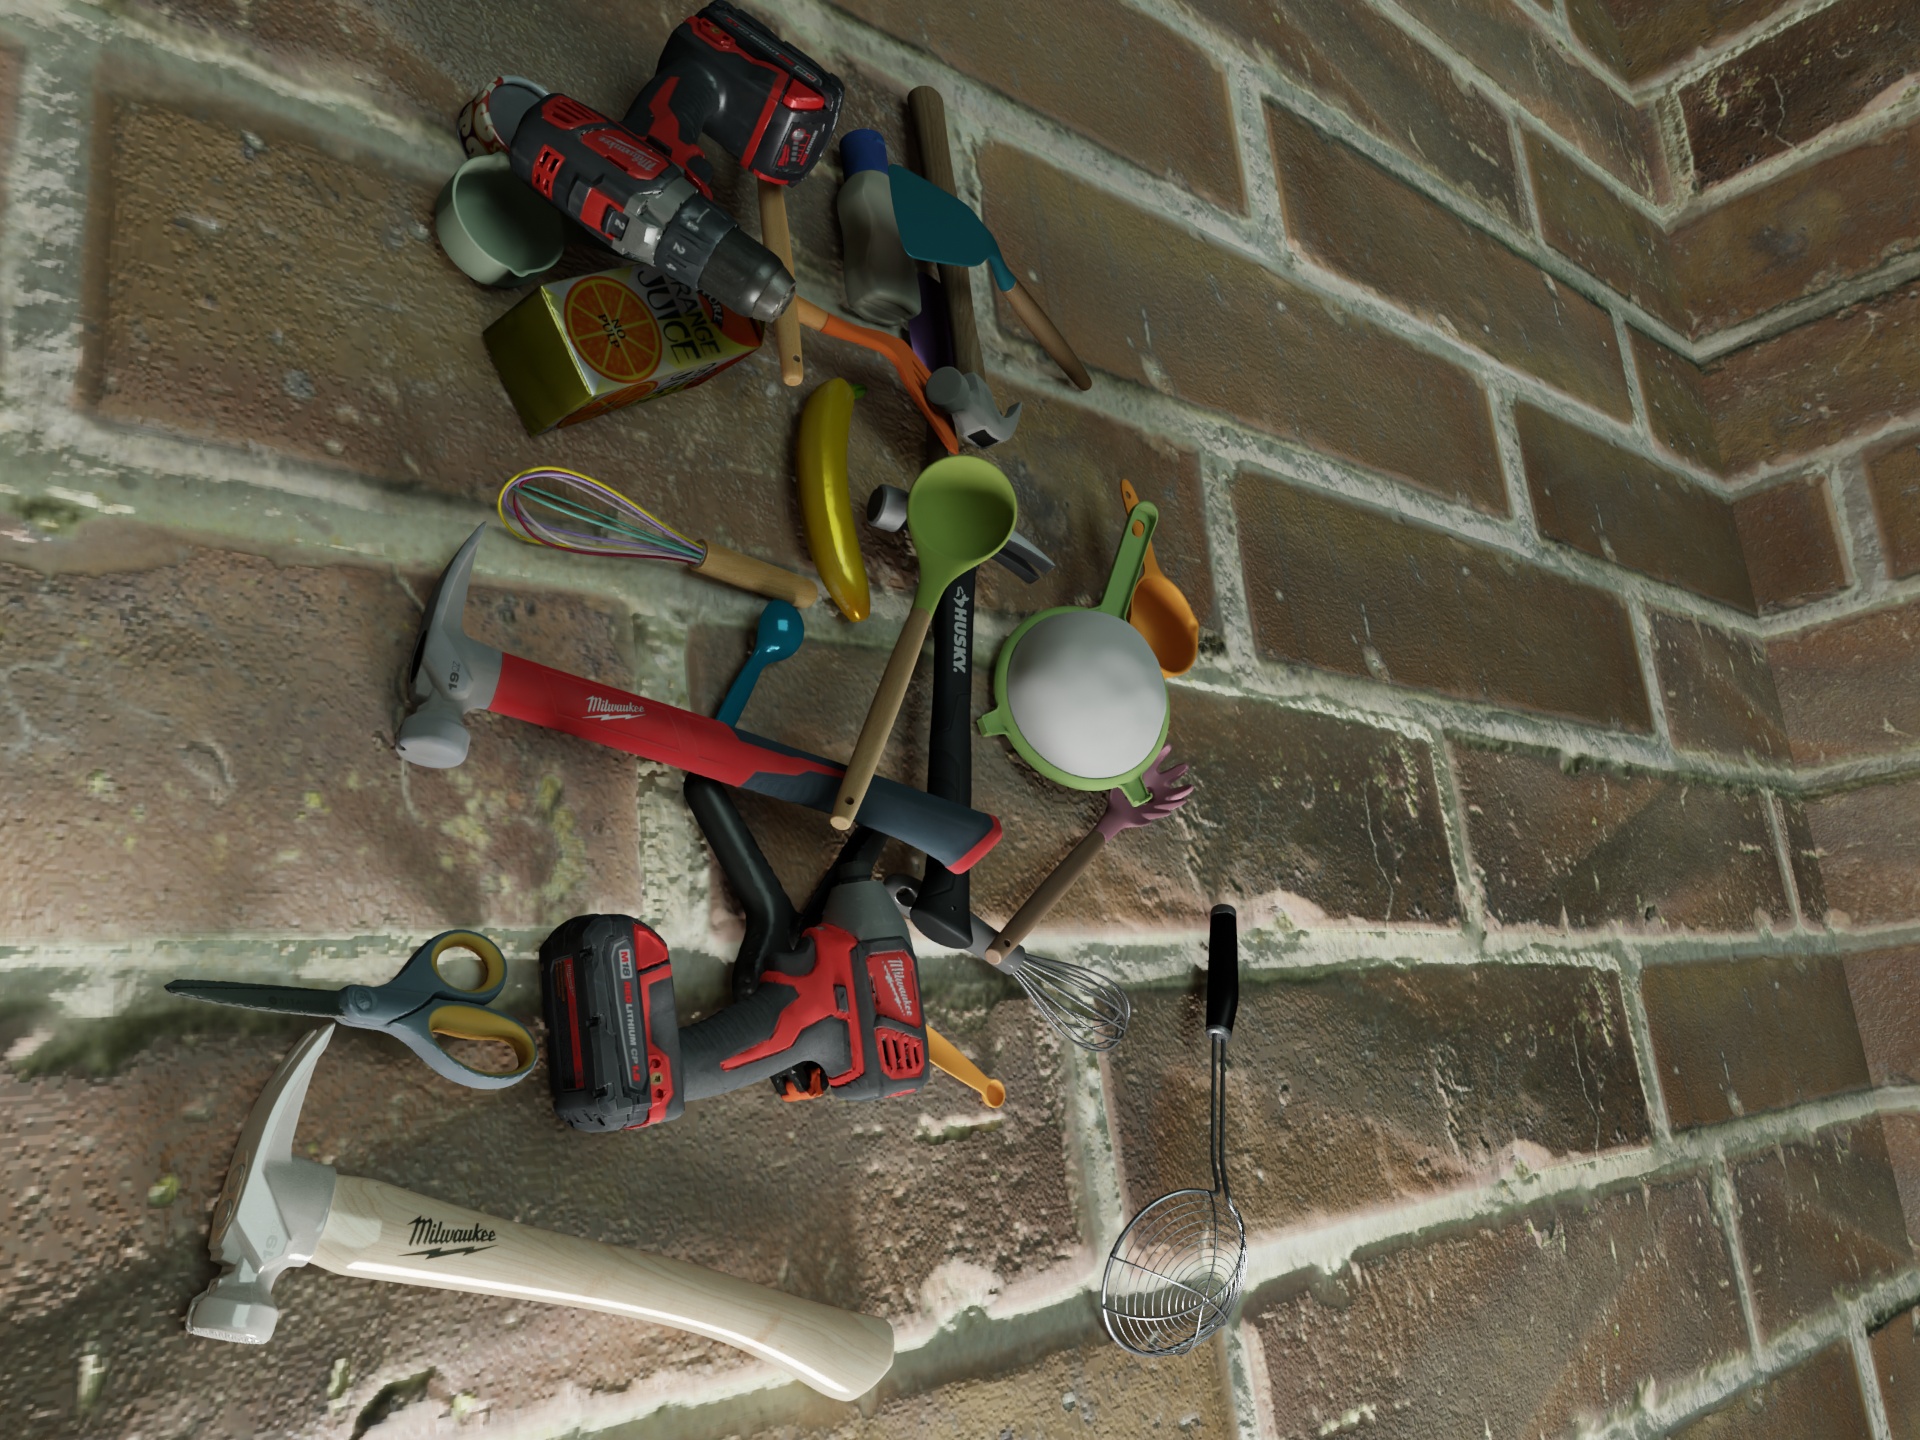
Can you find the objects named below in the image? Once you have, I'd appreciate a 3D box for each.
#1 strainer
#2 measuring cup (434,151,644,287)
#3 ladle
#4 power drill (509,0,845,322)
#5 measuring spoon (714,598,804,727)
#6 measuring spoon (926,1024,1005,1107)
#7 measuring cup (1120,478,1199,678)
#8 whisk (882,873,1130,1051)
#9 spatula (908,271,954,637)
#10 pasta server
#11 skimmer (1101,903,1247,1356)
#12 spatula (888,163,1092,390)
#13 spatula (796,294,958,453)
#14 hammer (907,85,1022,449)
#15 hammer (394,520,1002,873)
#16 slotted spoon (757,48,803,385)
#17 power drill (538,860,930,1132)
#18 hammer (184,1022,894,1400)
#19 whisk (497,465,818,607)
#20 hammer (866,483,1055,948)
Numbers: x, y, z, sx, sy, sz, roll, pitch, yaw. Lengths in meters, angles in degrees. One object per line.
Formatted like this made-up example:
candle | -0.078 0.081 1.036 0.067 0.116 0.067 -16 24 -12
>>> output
strainer | 0.122 -0.072 1.237 0.151 0.069 0.256 25 67 -13
measuring cup | -0.255 -0.304 1.012 0.167 0.038 0.083 -1 76 -48
ladle | -0.030 -0.059 1.045 0.078 0.062 0.320 22 49 -3
power drill | -0.156 -0.356 1.022 0.188 0.080 0.227 34 45 -4
measuring spoon | -0.131 -0.026 1.040 0.042 0.021 0.129 70 36 -49
measuring spoon | -0.012 0.231 1.088 0.116 0.011 0.021 41 50 -24
measuring cup | 0.143 -0.114 1.343 0.095 0.052 0.174 -4 77 -46
whisk | 0.035 0.172 1.134 0.238 0.055 0.055 35 53 -26
spatula | -0.019 -0.210 1.233 0.059 0.018 0.316 21 60 -47
pasta server | 0.098 0.097 1.201 0.060 0.040 0.316 49 36 1
skimmer | 0.175 0.304 1.239 0.127 0.090 0.364 40 41 -29
spatula | 0.037 -0.334 1.270 0.317 0.044 0.082 32 43 -61
spatula | -0.123 -0.287 1.132 0.322 0.041 0.081 22 39 -29
hammer | -0.006 -0.366 1.272 0.130 0.031 0.331 32 45 -60
hammer | -0.138 0.007 0.973 0.386 0.038 0.143 20 61 -29
slotted spoon | -0.132 -0.367 1.127 0.070 0.031 0.314 10 59 -35
power drill | -0.122 0.157 0.917 0.219 0.078 0.143 -1 77 -34
hammer | -0.192 0.291 0.860 0.410 0.038 0.146 30 54 -36
whisk | -0.187 -0.110 1.014 0.244 0.051 0.047 17 89 -46
hammer | -0.002 -0.004 1.126 0.146 0.035 0.335 14 63 -27
